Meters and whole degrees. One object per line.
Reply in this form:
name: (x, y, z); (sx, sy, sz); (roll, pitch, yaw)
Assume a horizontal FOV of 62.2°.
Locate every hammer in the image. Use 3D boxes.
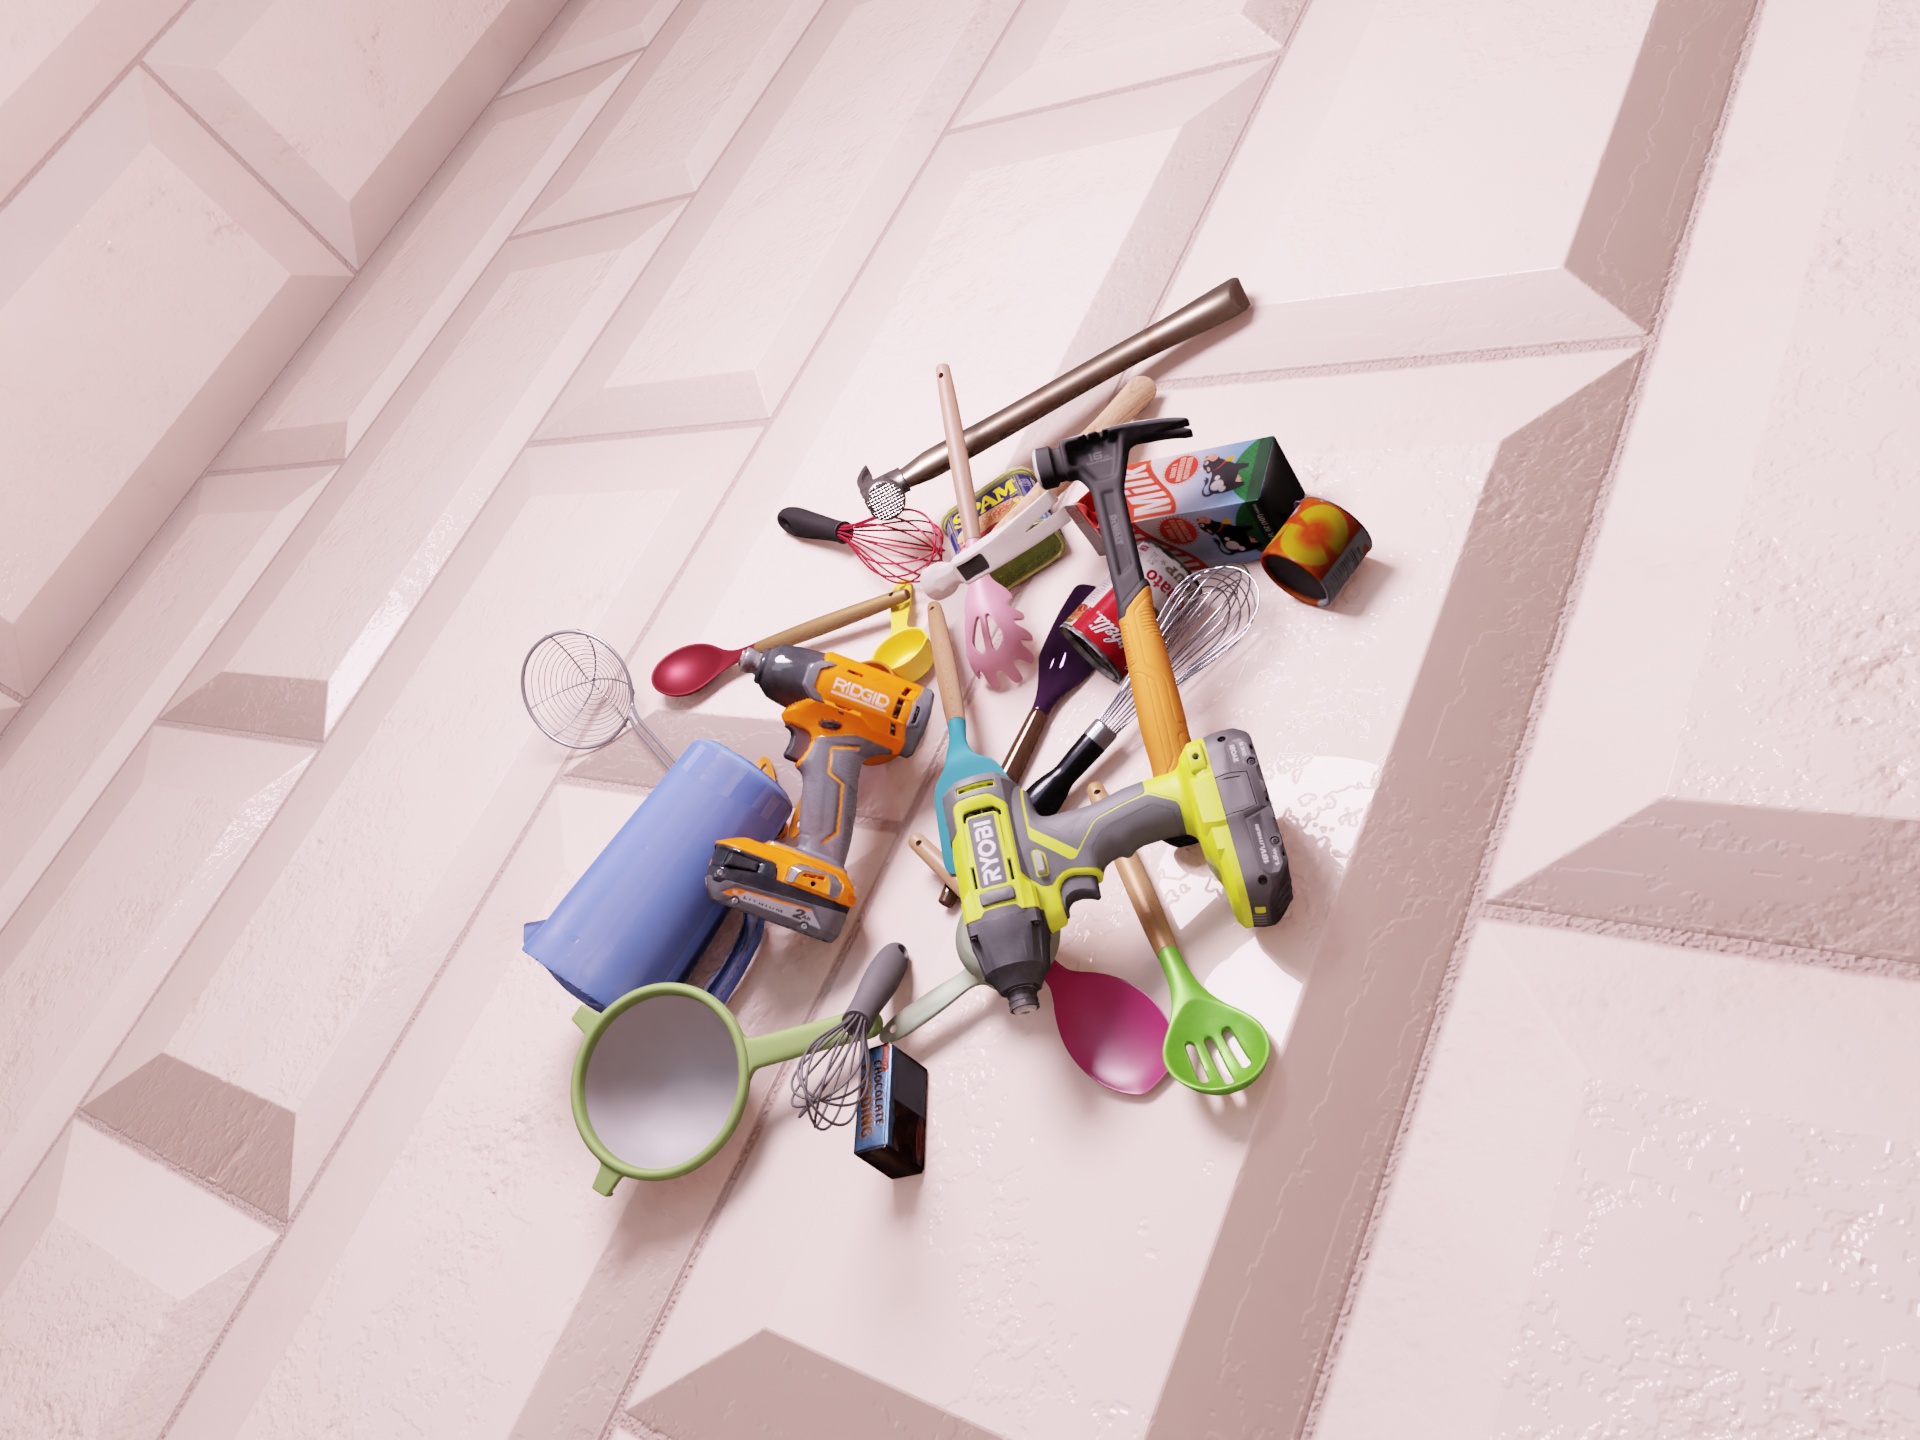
hammer: (0.086, -0.312, 1.526); (0.410, 0.038, 0.146); (-29, 18, 2)
hammer: (0.092, -0.219, 1.396); (0.130, 0.031, 0.331); (-22, 21, 46)
hammer: (0.145, -0.070, 1.210); (0.127, 0.034, 0.337); (-13, 73, 11)

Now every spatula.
spatula: (-0.002, -0.004, 1.341); (0.082, 0.044, 0.318); (-29, 35, 14)
spatula: (0.057, 0.016, 1.318); (0.060, 0.018, 0.316); (17, 66, 27)

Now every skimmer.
skimmer: (-0.328, 0.023, 1.564); (0.364, 0.090, 0.127); (38, 115, 47)

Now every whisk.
whisk: (-0.072, 0.221, 1.155); (0.055, 0.055, 0.239); (-25, 12, 20)
whisk: (0.132, -0.014, 1.256); (0.284, 0.070, 0.070); (-48, 40, 1)
whisk: (-0.106, -0.185, 1.594); (0.073, 0.073, 0.296); (-53, 36, -13)

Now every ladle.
ladle: (-0.180, -0.080, 1.572); (0.315, 0.031, 0.069); (-17, 47, 30)

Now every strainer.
strainer: (-0.176, 0.272, 1.250); (0.256, 0.069, 0.152); (-17, 67, 8)

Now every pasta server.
pasta server: (0.010, -0.180, 1.422); (0.060, 0.040, 0.316); (-17, 67, 18)

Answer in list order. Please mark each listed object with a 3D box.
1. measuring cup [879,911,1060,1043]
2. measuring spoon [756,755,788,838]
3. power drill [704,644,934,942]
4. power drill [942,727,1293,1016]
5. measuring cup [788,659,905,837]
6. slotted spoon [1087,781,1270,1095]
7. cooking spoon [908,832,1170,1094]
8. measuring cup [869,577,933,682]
measuring cup: (-0.003, 0.183, 1.169); (0.167, 0.038, 0.083); (-38, 47, 11)
measuring spoon: (-0.173, 0.071, 1.463); (0.021, 0.011, 0.117); (-38, 37, 12)
power drill: (-0.133, 0.052, 1.306); (0.084, 0.164, 0.226); (145, 145, -77)
power drill: (0.109, 0.102, 1.101); (0.223, 0.080, 0.171); (-15, 62, 7)
measuring cup: (-0.096, 0.034, 1.404); (0.095, 0.052, 0.174); (17, 77, 44)
slotted spoon: (0.141, 0.147, 1.131); (0.070, 0.031, 0.314); (-20, 40, -1)
cooking spoon: (0.049, 0.168, 1.180); (0.069, 0.017, 0.319); (-48, 45, -2)
measuring cup: (-0.051, -0.085, 1.494); (0.062, 0.029, 0.157); (-23, 32, 15)
